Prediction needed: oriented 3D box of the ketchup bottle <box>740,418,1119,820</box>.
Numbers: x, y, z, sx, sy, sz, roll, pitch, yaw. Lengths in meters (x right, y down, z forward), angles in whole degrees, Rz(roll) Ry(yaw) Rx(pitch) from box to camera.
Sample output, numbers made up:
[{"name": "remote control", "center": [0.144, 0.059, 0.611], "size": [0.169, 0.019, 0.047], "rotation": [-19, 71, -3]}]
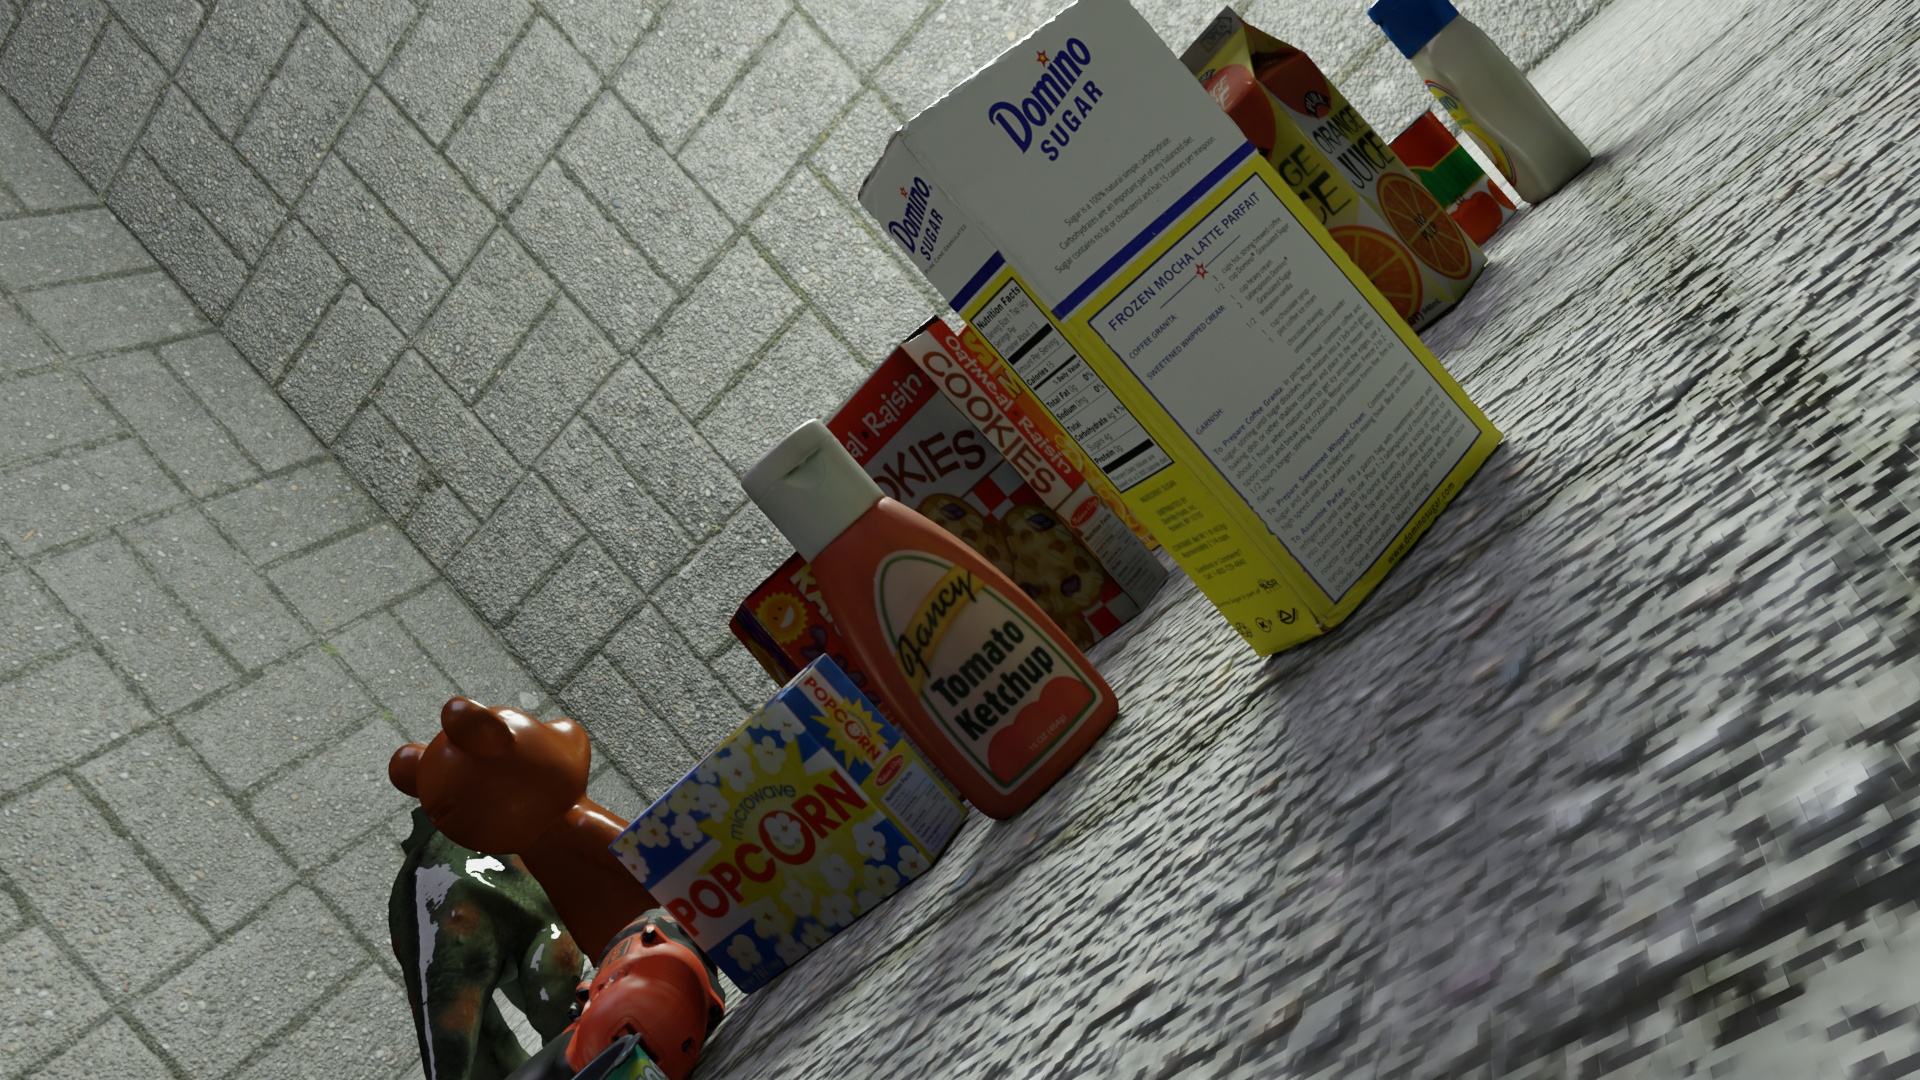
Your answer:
[{"name": "ketchup bottle", "center": [-0.015, 0.024, 0.487], "size": [0.065, 0.149, 0.043], "rotation": [-42, 1, -14]}]

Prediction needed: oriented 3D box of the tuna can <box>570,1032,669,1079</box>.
[{"name": "tuna can", "center": [-0.122, 0.198, 0.460], "size": [0.071, 0.033, 0.071], "rotation": [-42, 1, 1]}]

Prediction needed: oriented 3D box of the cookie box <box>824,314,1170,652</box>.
[{"name": "cookie box", "center": [0.002, -0.009, 0.686], "size": [0.122, 0.167, 0.040], "rotation": [-41, 1, 42]}]

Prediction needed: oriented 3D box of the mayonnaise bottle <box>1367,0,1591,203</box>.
[{"name": "mayonnaise bottle", "center": [0.295, -0.260, 0.795], "size": [0.041, 0.148, 0.065], "rotation": [-42, 1, 14]}]

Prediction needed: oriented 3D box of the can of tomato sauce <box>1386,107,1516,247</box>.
[{"name": "can of tomato sauce", "center": [0.288, -0.212, 0.857], "size": [0.071, 0.083, 0.071], "rotation": [-42, 1, 1]}]

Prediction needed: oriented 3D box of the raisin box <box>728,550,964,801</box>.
[{"name": "raisin box", "center": [-0.045, 0.066, 0.610], "size": [0.040, 0.123, 0.086], "rotation": [-42, 1, -16]}]

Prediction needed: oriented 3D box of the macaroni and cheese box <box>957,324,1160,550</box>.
[{"name": "macaroni and cheese box", "center": [0.087, -0.085, 0.750], "size": [0.040, 0.166, 0.123], "rotation": [-42, 1, -35]}]

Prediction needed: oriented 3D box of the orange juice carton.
[{"name": "orange juice carton", "center": [0.182, -0.188, 0.739], "size": [0.071, 0.192, 0.073], "rotation": [-41, 1, 44]}]

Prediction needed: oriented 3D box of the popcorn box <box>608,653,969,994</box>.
[{"name": "popcorn box", "center": [-0.070, 0.115, 0.549], "size": [0.126, 0.085, 0.038], "rotation": [-41, 1, 32]}]
